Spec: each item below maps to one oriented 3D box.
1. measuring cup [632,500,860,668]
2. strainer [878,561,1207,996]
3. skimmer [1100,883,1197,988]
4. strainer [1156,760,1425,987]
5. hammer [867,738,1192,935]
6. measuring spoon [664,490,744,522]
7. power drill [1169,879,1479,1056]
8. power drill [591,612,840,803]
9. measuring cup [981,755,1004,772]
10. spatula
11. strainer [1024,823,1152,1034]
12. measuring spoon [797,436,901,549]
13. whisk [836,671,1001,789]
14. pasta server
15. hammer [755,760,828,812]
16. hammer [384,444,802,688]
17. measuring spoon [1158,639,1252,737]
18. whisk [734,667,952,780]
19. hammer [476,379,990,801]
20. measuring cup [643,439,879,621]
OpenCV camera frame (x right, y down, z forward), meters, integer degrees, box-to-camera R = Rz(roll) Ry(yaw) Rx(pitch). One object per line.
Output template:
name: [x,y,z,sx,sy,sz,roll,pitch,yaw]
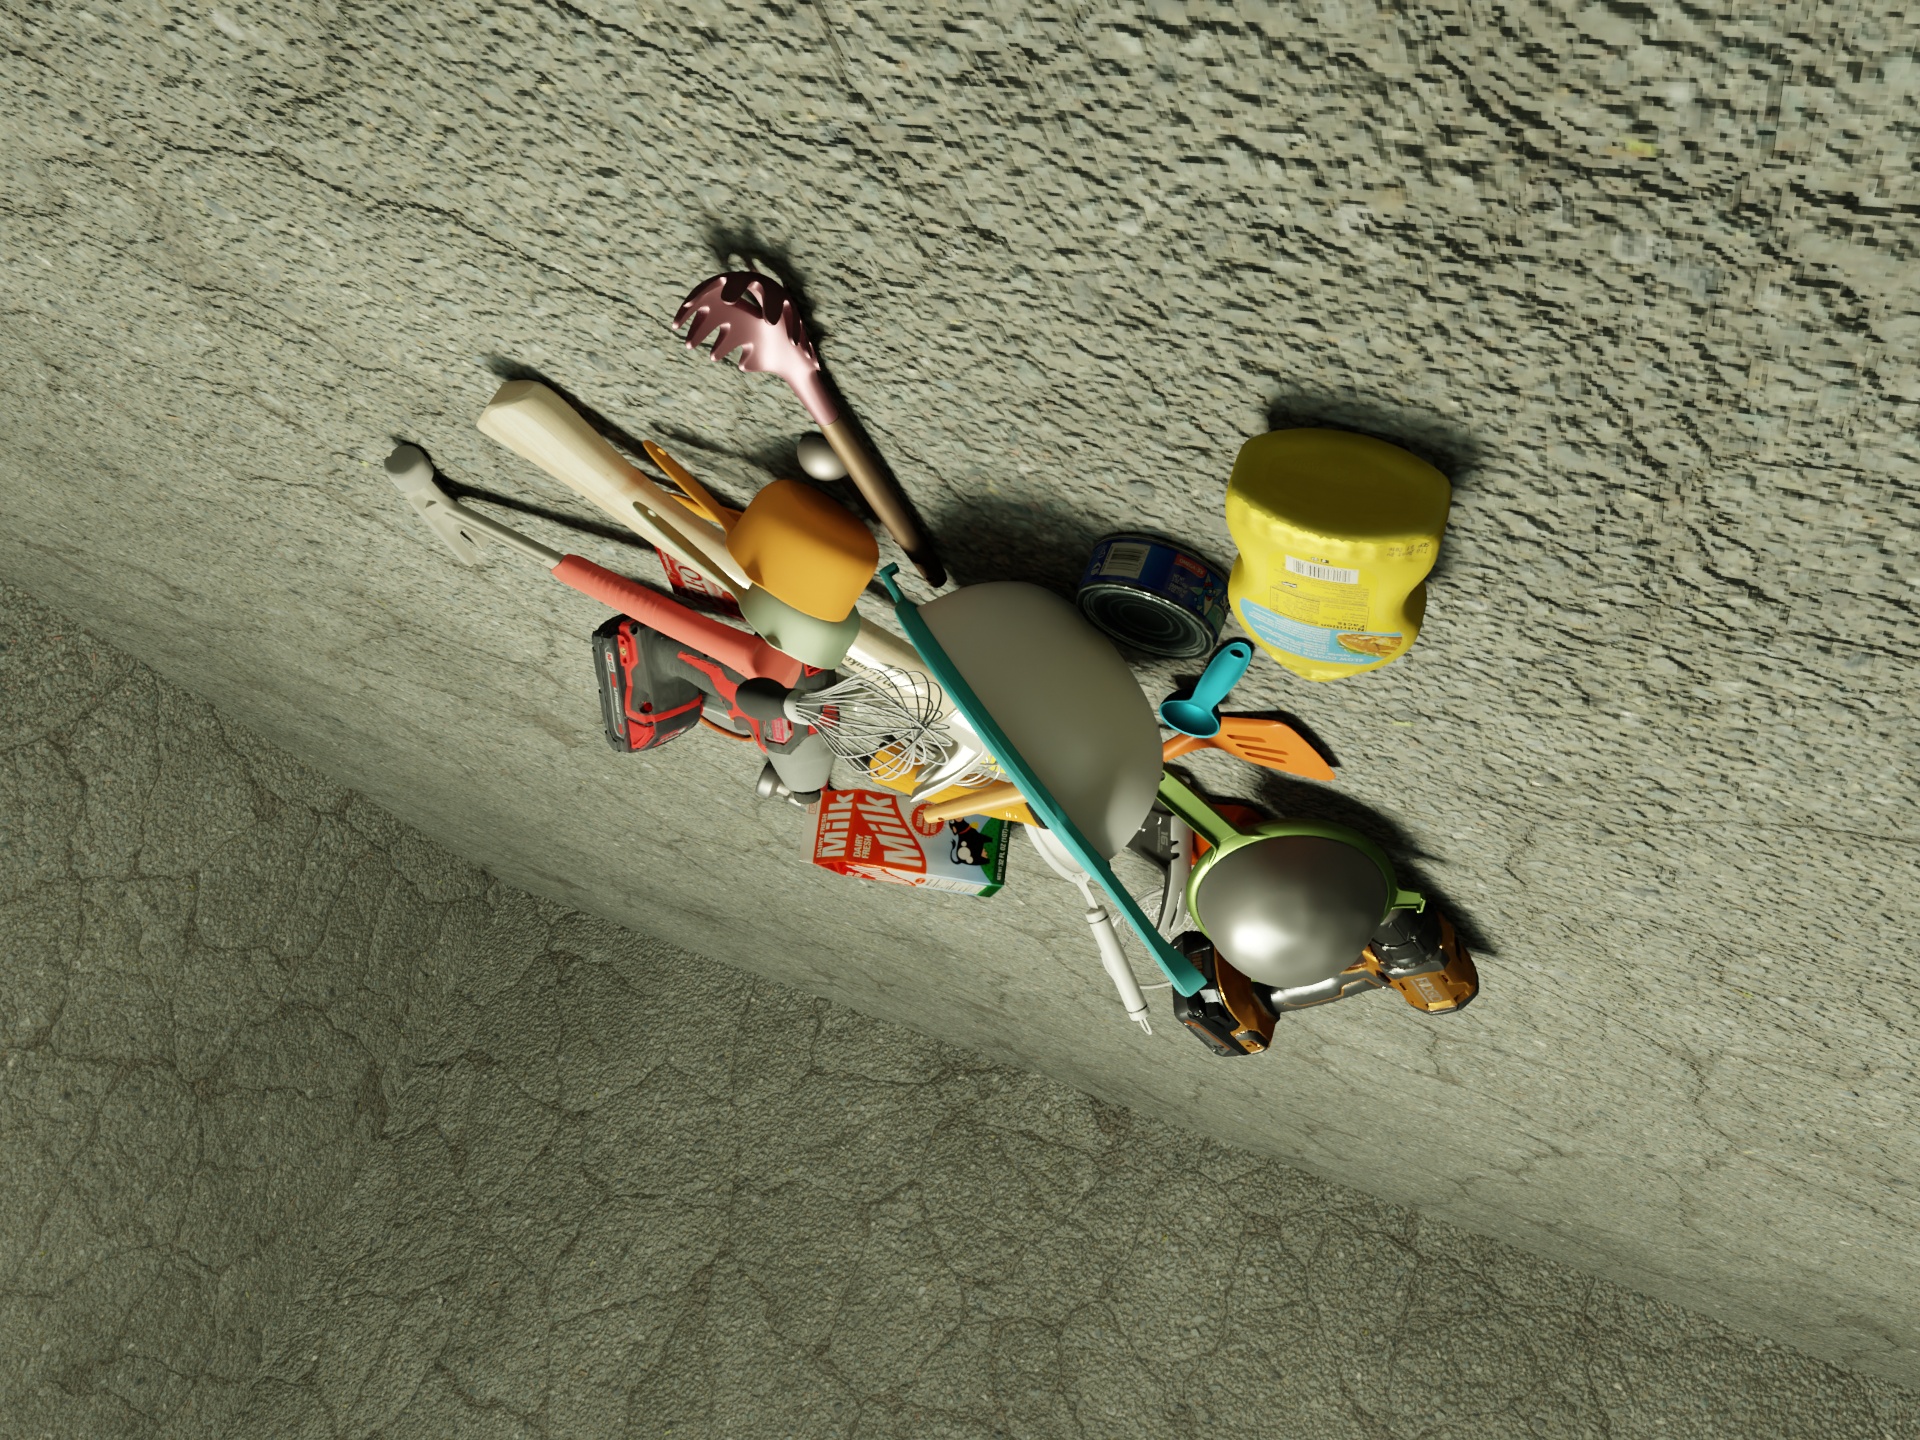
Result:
measuring cup: [-0.134,-0.098,1.009,0.167,0.038,0.083,38,-162,-1]
strainer: [0.081,0.021,0.918,0.210,0.095,0.341,50,-177,-39]
skimmer: [0.226,0.167,1.347,0.127,0.090,0.363,0,166,-17]
strainer: [0.202,0.114,1.107,0.151,0.069,0.256,-32,124,29]
hammer: [0.047,0.076,1.312,0.337,0.127,0.034,14,-159,42]
measuring spoon: [-0.174,-0.147,1.076,0.117,0.011,0.021,18,157,6]
power drill: [0.283,0.194,1.277,0.226,0.084,0.185,-17,142,24]
power drill: [-0.187,-0.016,1.265,0.220,0.078,0.143,10,114,36]
measuring cup: [-0.002,-0.004,1.235,0.062,0.029,0.156,4,154,46]
spatula: [0.104,0.042,1.132,0.322,0.041,0.080,-16,142,33]
strainer: [0.118,0.163,1.402,0.087,0.050,0.258,-6,110,64]
measuring spoon: [-0.061,-0.130,0.963,0.034,0.018,0.124,11,159,34]
whisk: [-0.069,-0.012,1.241,0.246,0.058,0.059,26,120,26]
pasta server: [-0.066,-0.148,0.885,0.060,0.040,0.316,4,157,22]
hammer: [-0.124,0.035,1.488,0.143,0.038,0.386,22,162,1]
hammer: [-0.274,-0.101,1.213,0.359,0.037,0.149,26,164,19]
measuring spoon: [0.160,-0.026,1.002,0.042,0.021,0.128,25,153,1]
whisk: [-0.086,-0.007,0.998,0.070,0.070,0.285,33,169,-27]
hammer: [-0.142,-0.088,1.077,0.410,0.038,0.146,33,128,-18]
measuring cup: [-0.123,-0.134,0.975,0.174,0.052,0.095,43,-161,11]
